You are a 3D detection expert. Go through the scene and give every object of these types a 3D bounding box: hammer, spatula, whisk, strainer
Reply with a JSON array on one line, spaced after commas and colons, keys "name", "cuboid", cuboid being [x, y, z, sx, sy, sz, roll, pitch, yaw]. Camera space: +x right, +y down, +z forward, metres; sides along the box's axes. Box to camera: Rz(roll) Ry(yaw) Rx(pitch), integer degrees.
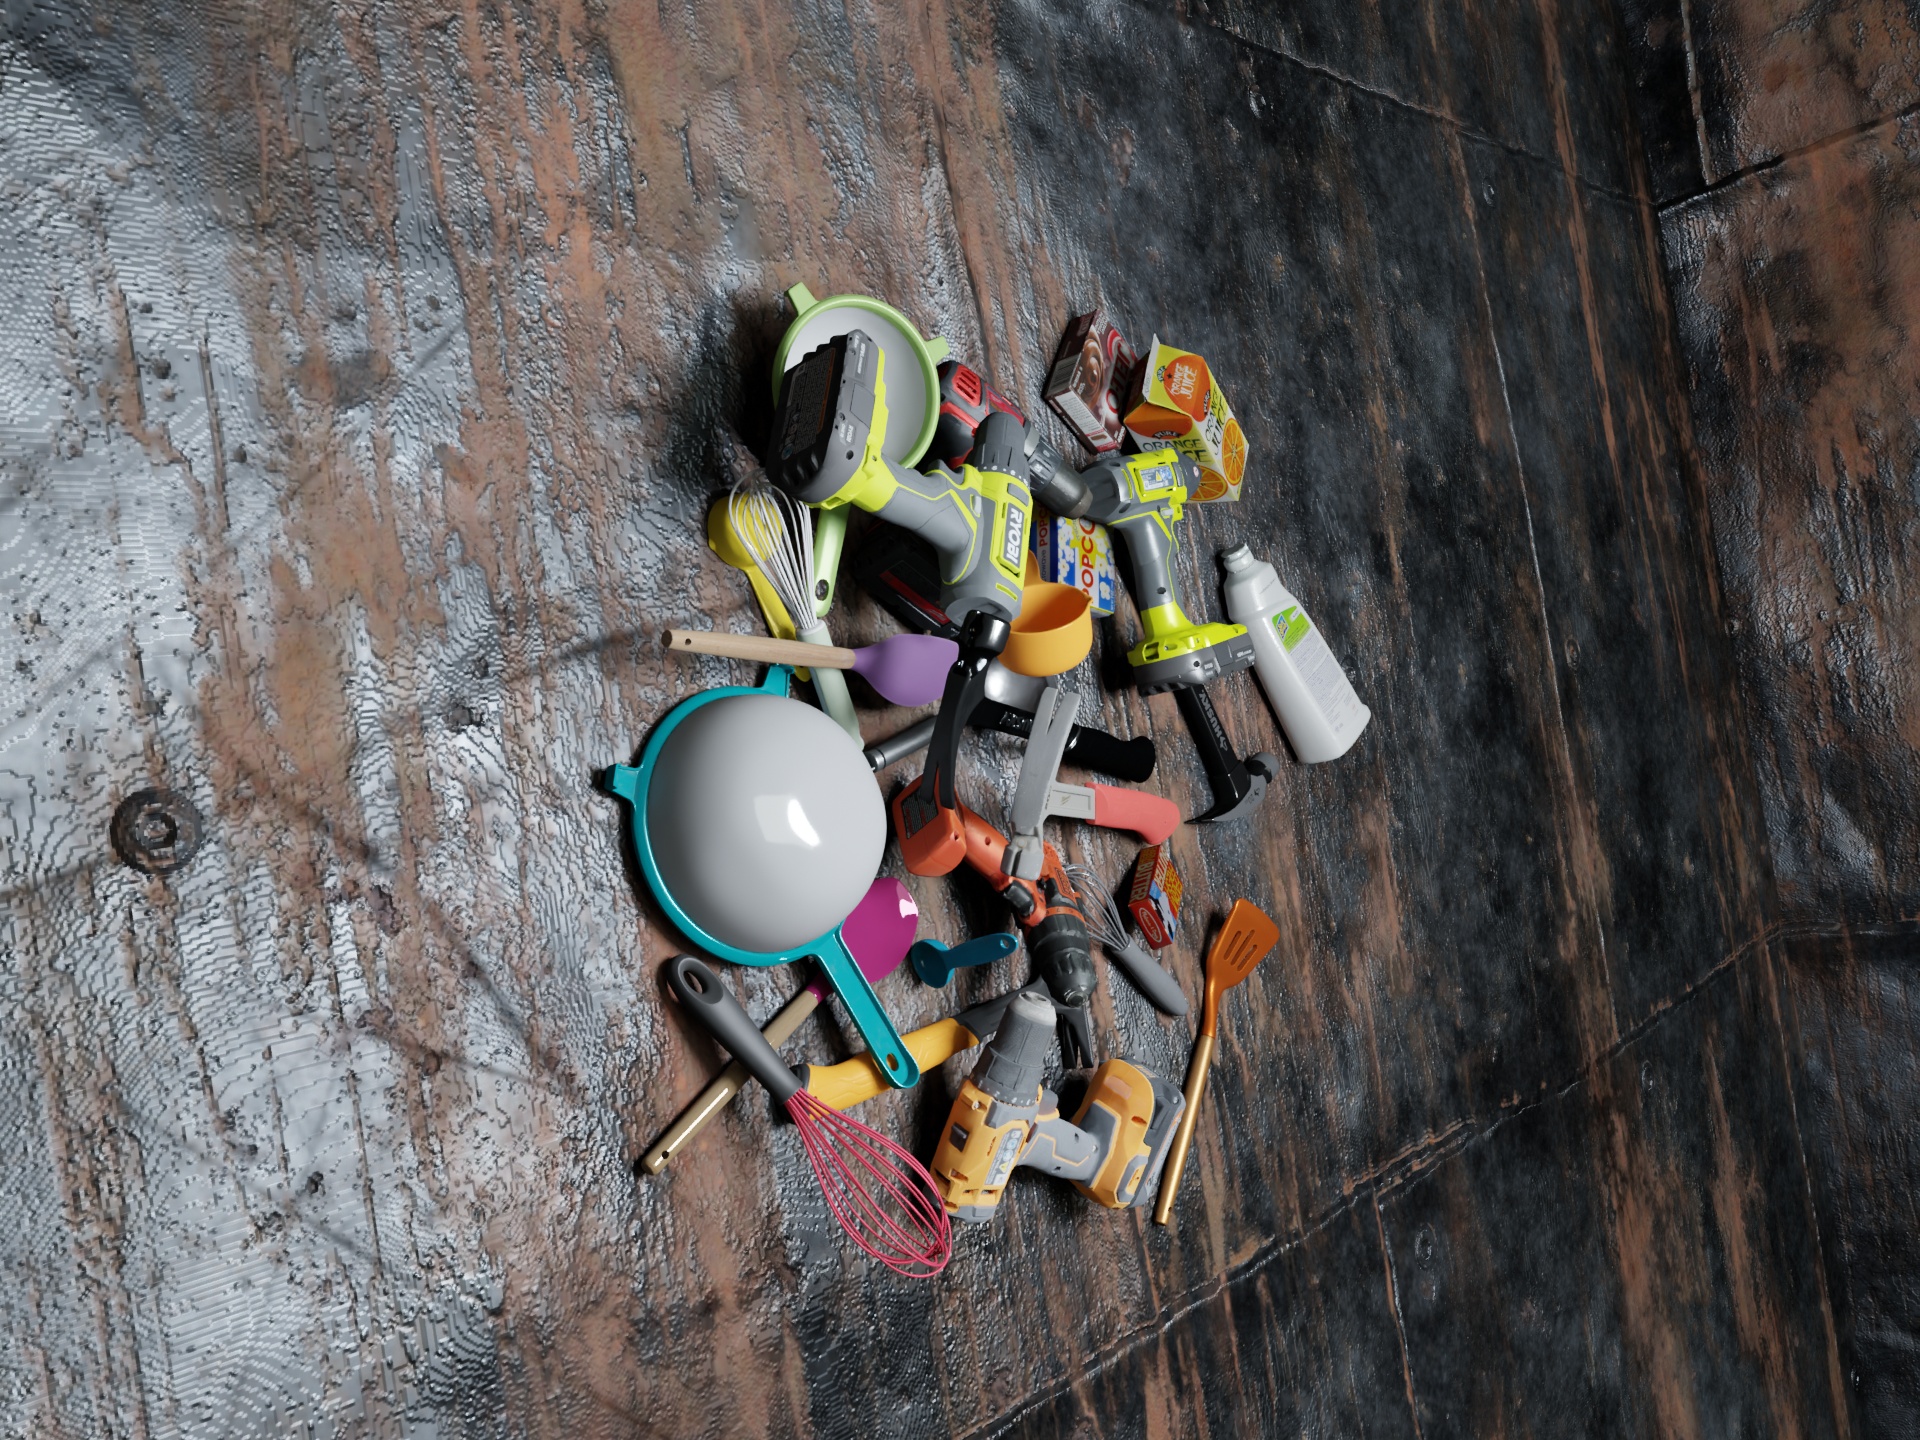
[{"name": "hammer", "cuboid": [-0.012, 0.267, 1.292, 0.336, 0.034, 0.127, -12, 90, -46]}, {"name": "spatula", "cuboid": [0.240, 0.329, 1.535, 0.081, 0.041, 0.323, 40, 56, -34]}, {"name": "whisk", "cuboid": [-0.108, 0.281, 1.135, 0.296, 0.073, 0.073, 49, 49, -3]}, {"name": "hammer", "cuboid": [0.083, 0.017, 1.353, 0.408, 0.036, 0.149, 17, 92, -62]}, {"name": "strainer", "cuboid": [-0.105, -0.209, 1.275, 0.151, 0.069, 0.256, 12, 88, -33]}, {"name": "spatula", "cuboid": [-0.102, -0.046, 1.199, 0.315, 0.018, 0.060, 5, 100, -52]}, {"name": "whisk", "cuboid": [0.150, 0.207, 1.462, 0.238, 0.055, 0.055, 48, 52, -34]}, {"name": "strainer", "cuboid": [-0.096, 0.124, 1.167, 0.211, 0.095, 0.340, -37, 102, -44]}, {"name": "whisk", "cuboid": [-0.119, -0.078, 1.220, 0.059, 0.058, 0.246, -21, 115, -8]}, {"name": "hammer", "cuboid": [0.220, -0.051, 1.594, 0.146, 0.035, 0.334, -40, 111, -43]}, {"name": "hammer", "cuboid": [0.127, 0.065, 1.377, 0.359, 0.037, 0.149, 13, 91, -66]}, {"name": "strainer", "cuboid": [-0.002, -0.004, 1.347, 0.258, 0.050, 0.087, -28, 72, -42]}]

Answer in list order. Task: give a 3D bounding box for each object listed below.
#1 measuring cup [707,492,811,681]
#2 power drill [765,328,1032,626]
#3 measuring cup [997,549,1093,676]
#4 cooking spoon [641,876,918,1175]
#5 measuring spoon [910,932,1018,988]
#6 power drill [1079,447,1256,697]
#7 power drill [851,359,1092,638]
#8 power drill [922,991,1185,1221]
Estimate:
[{"name": "measuring cup", "cuboid": [-0.144, -0.103, 1.230, 0.062, 0.029, 0.156, -35, 105, -44]}, {"name": "power drill", "cuboid": [-0.031, -0.196, 1.220, 0.228, 0.080, 0.191, 30, 55, -37]}, {"name": "measuring cup", "cuboid": [0.066, -0.096, 1.401, 0.174, 0.095, 0.052, -99, 179, -60]}, {"name": "cooking spoon", "cuboid": [-0.129, 0.224, 1.191, 0.319, 0.017, 0.068, -44, 108, -42]}, {"name": "measuring spoon", "cuboid": [0.008, 0.183, 1.259, 0.021, 0.128, 0.042, -25, 91, -43]}, {"name": "power drill", "cuboid": [0.201, -0.146, 1.513, 0.171, 0.080, 0.223, -19, 94, -49]}, {"name": "power drill", "cuboid": [0.018, -0.180, 1.366, 0.187, 0.080, 0.227, 36, 54, -23]}, {"name": "power drill", "cuboid": [0.085, 0.318, 1.312, 0.226, 0.084, 0.185, 15, 98, -42]}]
